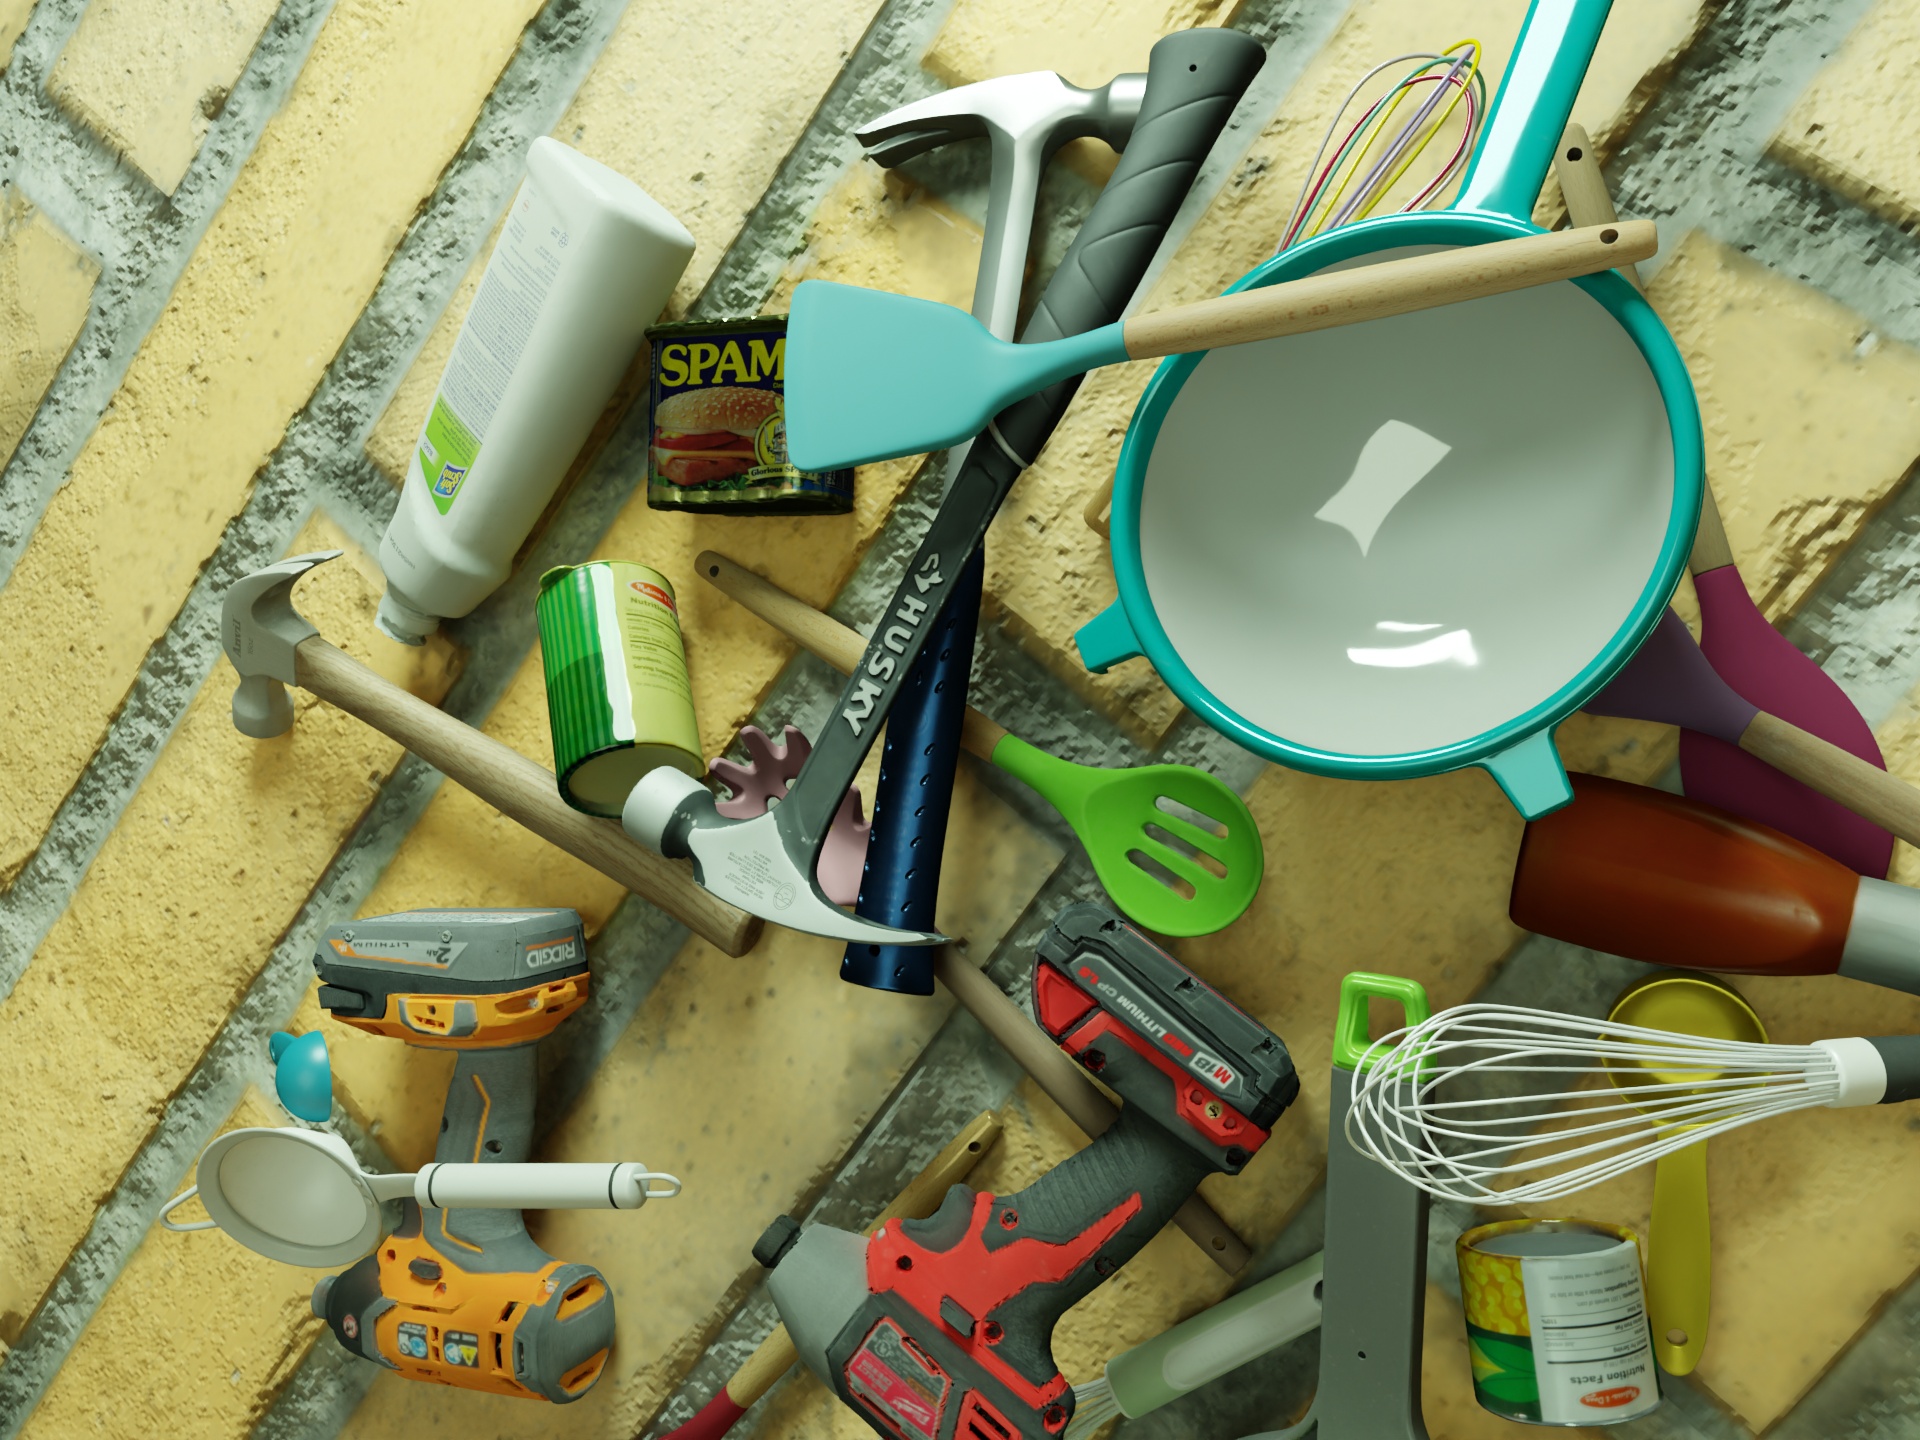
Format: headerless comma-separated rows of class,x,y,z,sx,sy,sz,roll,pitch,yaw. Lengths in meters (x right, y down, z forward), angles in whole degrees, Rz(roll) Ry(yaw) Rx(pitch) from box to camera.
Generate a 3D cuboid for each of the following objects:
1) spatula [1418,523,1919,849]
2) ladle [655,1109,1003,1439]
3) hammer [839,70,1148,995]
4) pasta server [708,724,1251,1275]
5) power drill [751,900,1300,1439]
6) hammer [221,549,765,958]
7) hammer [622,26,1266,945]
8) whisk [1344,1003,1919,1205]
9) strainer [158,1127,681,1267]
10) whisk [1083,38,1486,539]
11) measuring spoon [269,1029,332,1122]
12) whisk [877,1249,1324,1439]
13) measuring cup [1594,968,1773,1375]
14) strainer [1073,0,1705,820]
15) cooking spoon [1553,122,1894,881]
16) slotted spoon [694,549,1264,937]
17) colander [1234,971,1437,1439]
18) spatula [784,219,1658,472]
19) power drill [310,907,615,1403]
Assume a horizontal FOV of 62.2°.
spatula,0.308,0.014,0.570,0.316,0.018,0.059,37,104,30
ladle,-0.087,0.292,0.729,0.069,0.031,0.315,39,100,-13
hammer,-0.005,-0.087,0.694,0.144,0.035,0.405,7,84,22
pasta server,0.006,0.120,0.697,0.060,0.040,0.316,-46,73,-1
power drill,0.023,0.186,0.635,0.143,0.078,0.219,36,90,13
hammer,-0.236,0.020,0.783,0.331,0.031,0.130,28,129,15
hammer,0.014,-0.096,0.650,0.149,0.036,0.409,30,93,21
whisk,0.268,0.122,0.537,0.284,0.070,0.070,-3,86,-7
strainer,-0.238,0.206,0.704,0.258,0.050,0.086,-5,119,19
whisk,0.133,-0.176,0.665,0.245,0.051,0.047,-52,51,16
measuring spoon,-0.327,0.167,0.766,0.129,0.021,0.042,-5,89,56
whisk,0.060,0.283,0.663,0.246,0.059,0.058,-32,89,12
measuring cup,0.272,0.169,0.602,0.062,0.029,0.156,1,100,22
strainer,0.193,-0.136,0.607,0.211,0.095,0.340,20,89,31
cooking spoon,0.280,-0.081,0.609,0.069,0.017,0.319,-18,82,20
slotted spoon,-0.001,-0.002,0.713,0.314,0.031,0.070,32,99,22
colander,0.128,0.292,0.561,0.204,0.094,0.397,4,94,37
spatula,0.083,-0.147,0.584,0.317,0.044,0.082,-6,75,24
power drill,-0.254,0.208,0.774,0.164,0.084,0.226,-3,90,23
